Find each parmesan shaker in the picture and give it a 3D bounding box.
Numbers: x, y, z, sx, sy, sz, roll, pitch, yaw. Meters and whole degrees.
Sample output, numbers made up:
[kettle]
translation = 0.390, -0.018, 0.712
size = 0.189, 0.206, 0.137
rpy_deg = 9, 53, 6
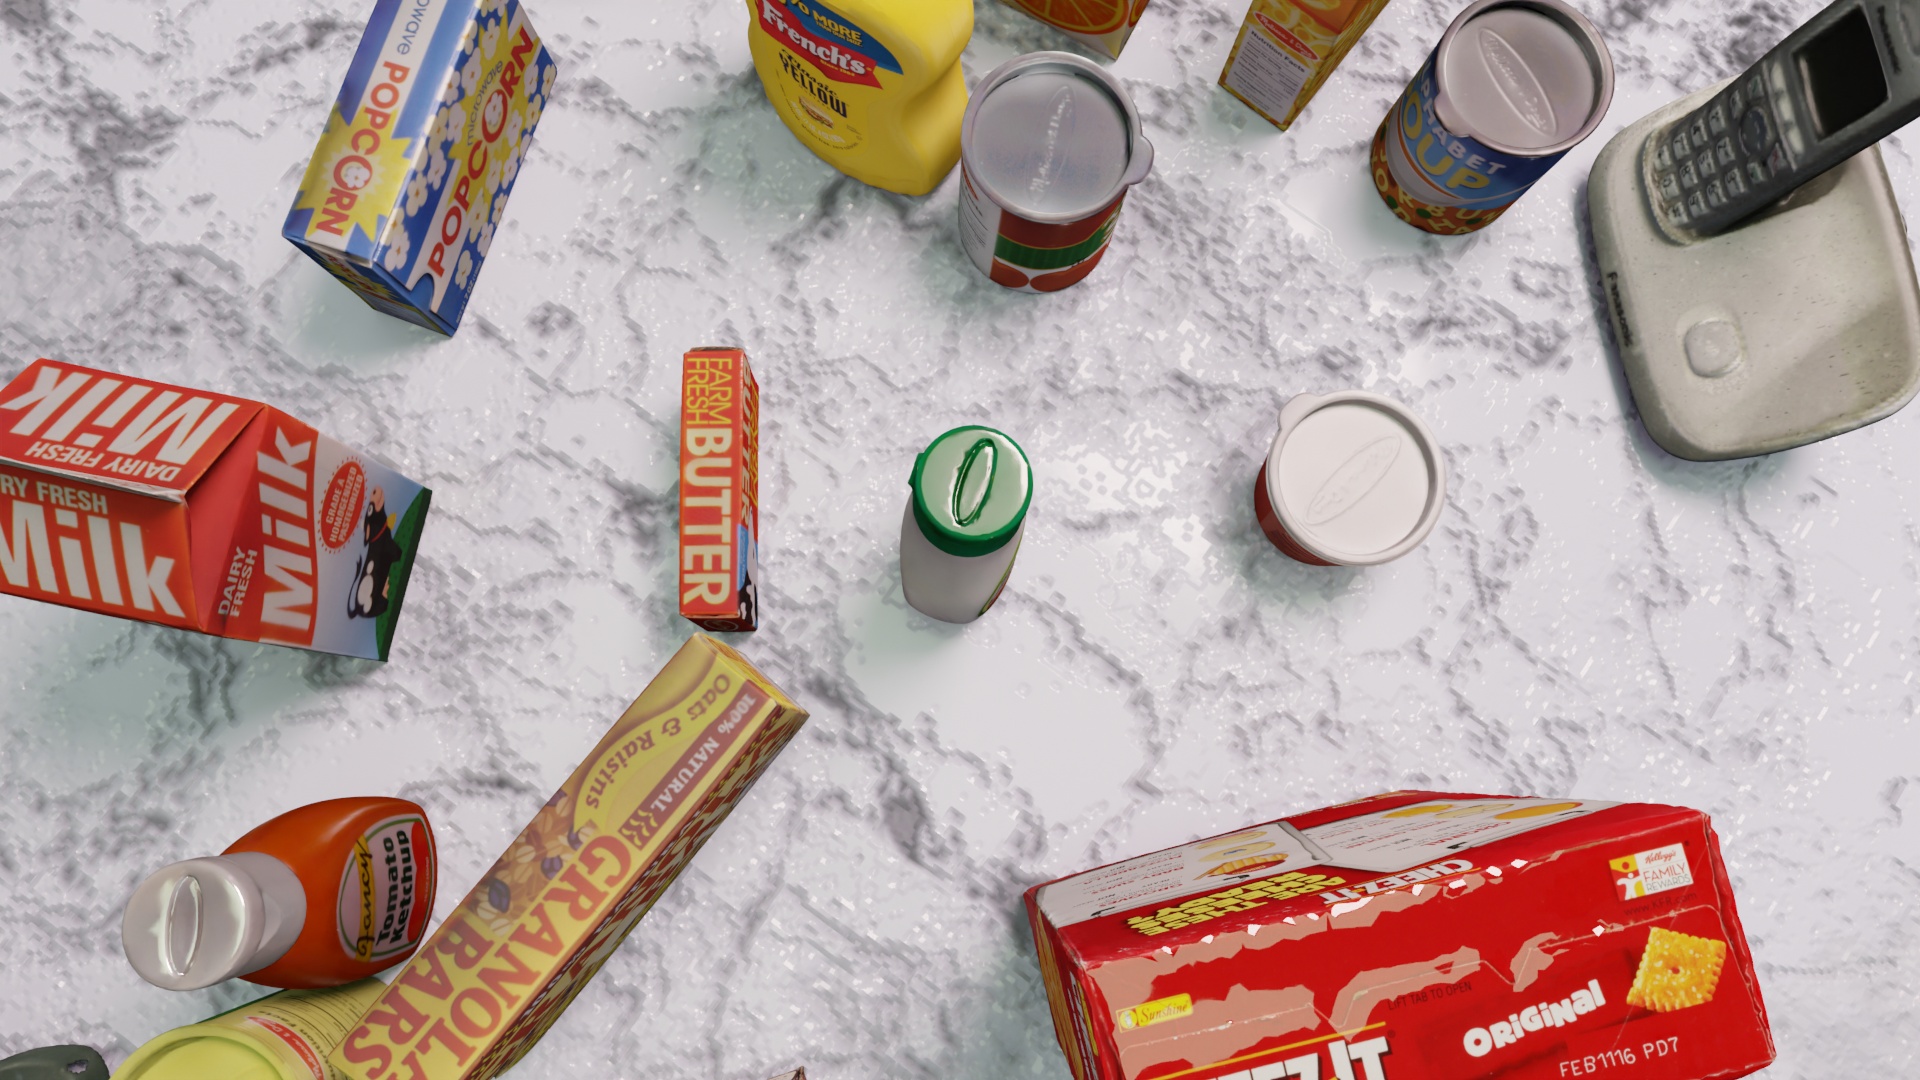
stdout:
[parmesan shaker]
translation = -0.231, 0.191, 0.473
size = 0.071, 0.103, 0.071
rpy_deg = 0, 81, -1

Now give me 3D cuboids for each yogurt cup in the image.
[yogurt cup]
translation = 0.147, -0.020, 0.542
size = 0.072, 0.054, 0.072
rpy_deg = 0, 81, -1

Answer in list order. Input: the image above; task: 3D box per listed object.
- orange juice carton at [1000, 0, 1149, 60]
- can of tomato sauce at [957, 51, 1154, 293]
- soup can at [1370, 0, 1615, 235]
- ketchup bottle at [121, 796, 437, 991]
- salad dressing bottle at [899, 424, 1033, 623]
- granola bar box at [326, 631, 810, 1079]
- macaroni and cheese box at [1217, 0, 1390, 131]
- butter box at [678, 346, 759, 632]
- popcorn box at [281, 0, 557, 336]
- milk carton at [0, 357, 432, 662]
[orange juice carton]
translation = 0.055, -0.266, 0.510
size = 0.073, 0.192, 0.072
rpy_deg = 28, 82, 3
[can of tomato sauce]
translation = 0.034, -0.141, 0.544
size = 0.071, 0.083, 0.071
rpy_deg = 0, 81, -1
[soup can]
translation = 0.205, -0.166, 0.553
size = 0.071, 0.083, 0.071
rpy_deg = 0, 81, -1
[ketchup bottle]
translation = -0.220, 0.119, 0.462
size = 0.043, 0.148, 0.065
rpy_deg = -1, 81, -1
[salad dressing bottle]
translation = 0.002, -0.006, 0.489
size = 0.044, 0.147, 0.064
rpy_deg = 18, 81, 1
[granola bar box]
translation = -0.122, 0.111, 0.478
size = 0.039, 0.124, 0.166
rpy_deg = 39, 82, 4
[macaroni and cheese box]
translation = 0.164, -0.245, 0.523
size = 0.040, 0.166, 0.124
rpy_deg = 38, 82, 4
[butter box]
translation = -0.092, -0.018, 0.536
size = 0.024, 0.053, 0.103
rpy_deg = -1, 81, -2
[popcorn box]
translation = -0.205, -0.154, 0.539
size = 0.038, 0.085, 0.127
rpy_deg = 17, 81, 1
[milk carton]
translation = -0.249, -0.006, 0.460
size = 0.072, 0.190, 0.073
rpy_deg = 11, 81, 0
